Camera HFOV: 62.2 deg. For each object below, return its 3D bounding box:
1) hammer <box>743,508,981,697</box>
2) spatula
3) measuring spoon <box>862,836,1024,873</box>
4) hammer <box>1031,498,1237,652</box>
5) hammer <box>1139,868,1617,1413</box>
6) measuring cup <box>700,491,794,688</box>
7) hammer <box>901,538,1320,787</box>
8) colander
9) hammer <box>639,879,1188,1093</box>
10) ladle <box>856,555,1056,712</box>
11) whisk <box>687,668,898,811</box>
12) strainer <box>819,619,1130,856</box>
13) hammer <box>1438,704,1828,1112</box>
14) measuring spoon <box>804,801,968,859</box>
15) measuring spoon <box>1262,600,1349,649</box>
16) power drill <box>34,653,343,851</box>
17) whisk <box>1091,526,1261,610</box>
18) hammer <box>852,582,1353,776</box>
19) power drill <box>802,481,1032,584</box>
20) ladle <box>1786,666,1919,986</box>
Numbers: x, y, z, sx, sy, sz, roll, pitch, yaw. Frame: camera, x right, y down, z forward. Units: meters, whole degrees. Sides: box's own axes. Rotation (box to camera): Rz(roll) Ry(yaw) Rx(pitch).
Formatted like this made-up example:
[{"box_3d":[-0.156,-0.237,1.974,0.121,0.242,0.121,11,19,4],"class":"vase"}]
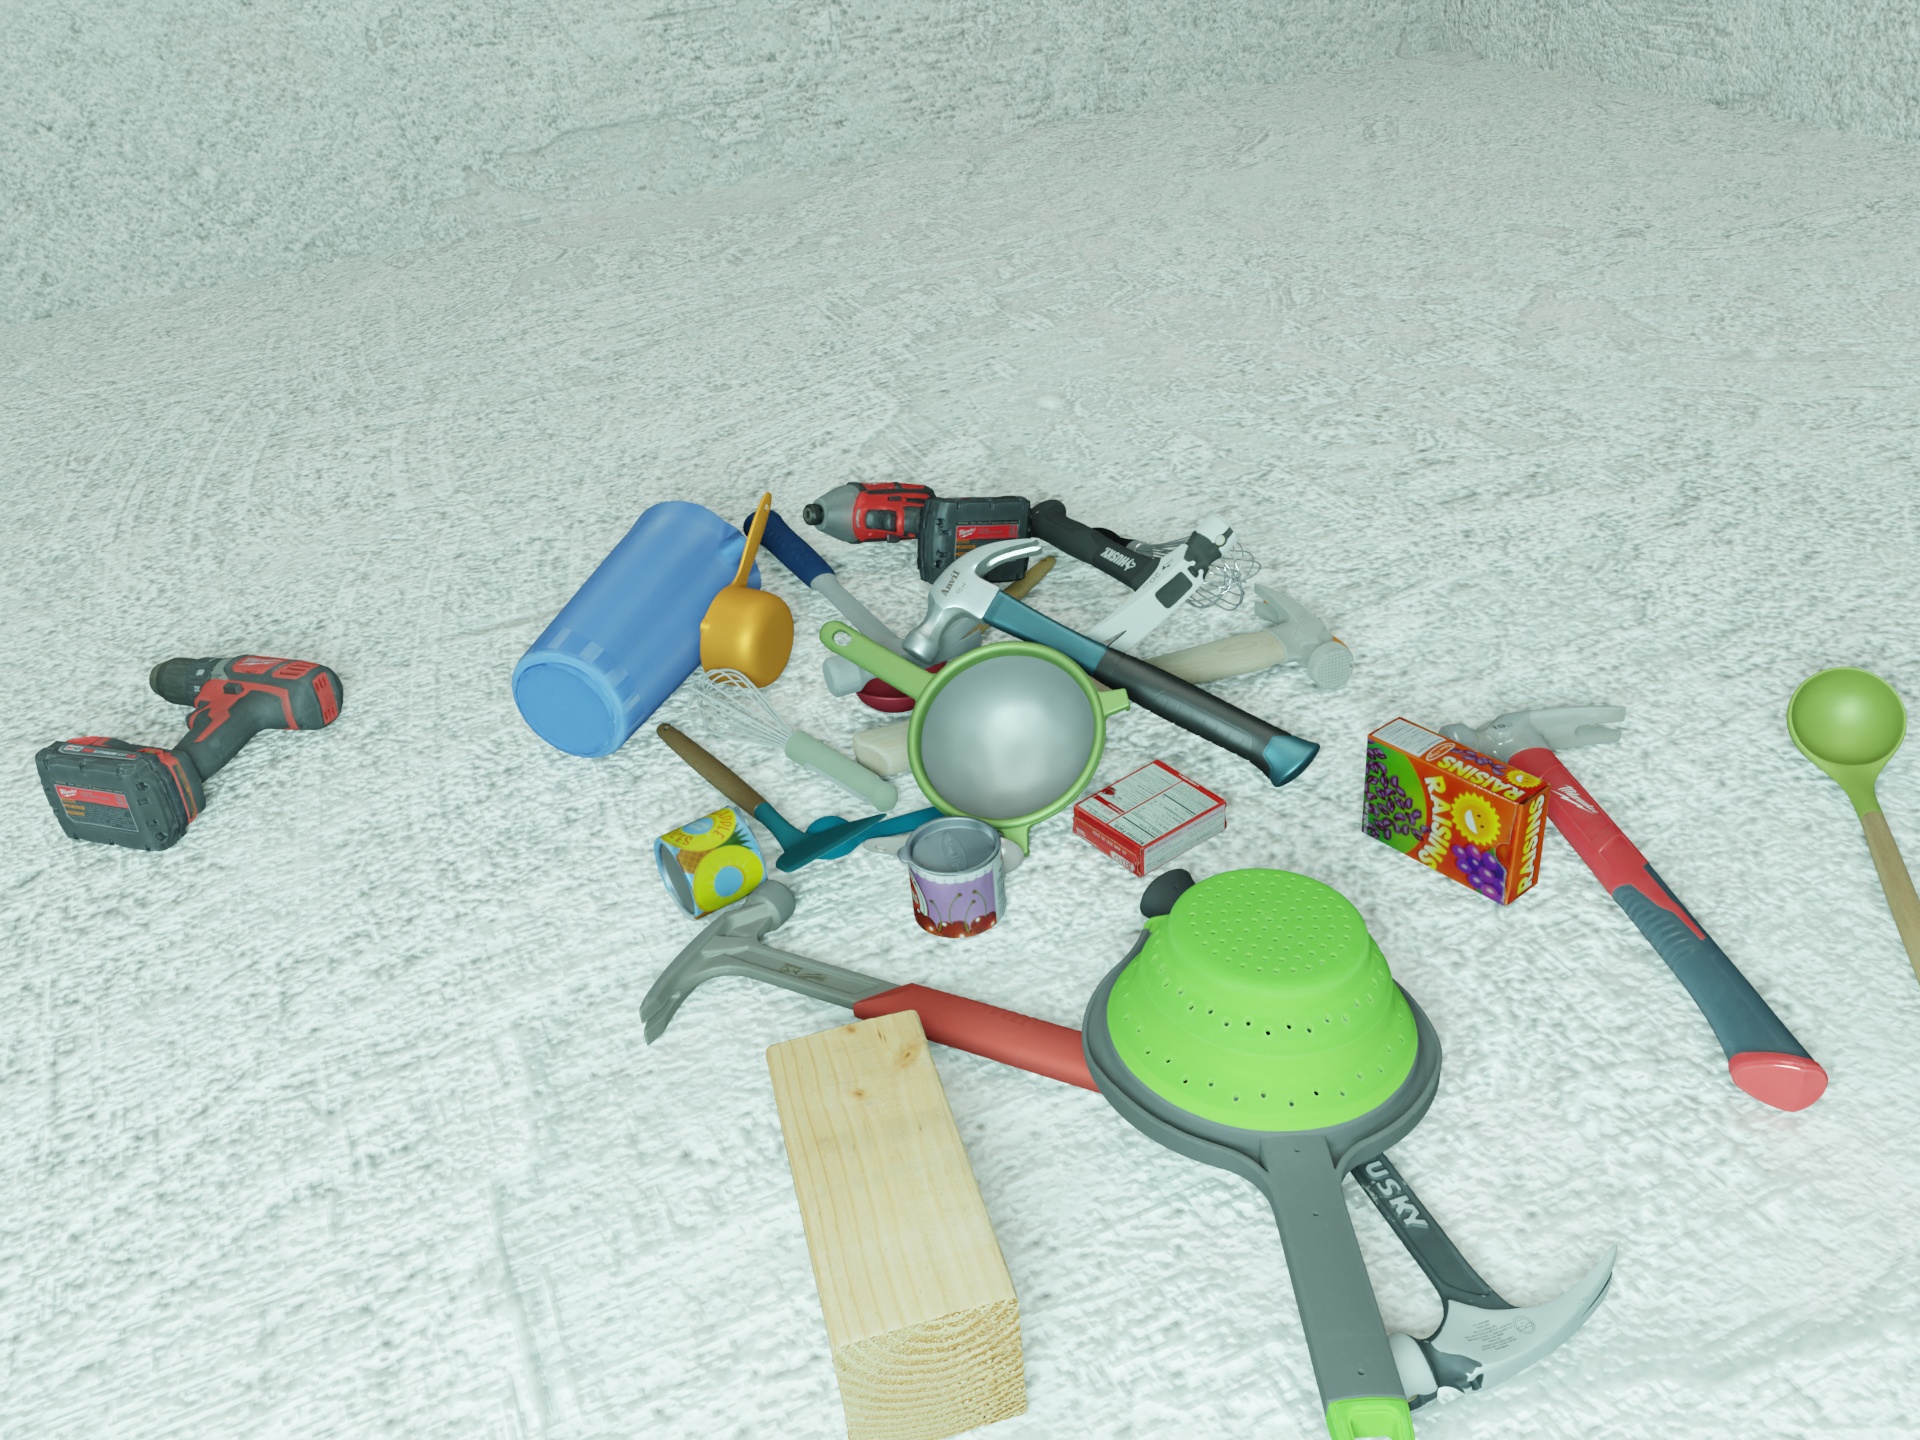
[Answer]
[{"box_3d":[-0.117,-0.125,1.474,0.144,0.035,0.406,-17,29,-18],"class":"hammer"},{"box_3d":[-0.164,0.050,1.214,0.082,0.044,0.318,-30,34,-23],"class":"spatula"},{"box_3d":[-0.015,0.098,1.148,0.124,0.034,0.018,1,51,20],"class":"measuring spoon"},{"box_3d":[0.120,-0.147,1.418,0.146,0.035,0.335,-46,24,1],"class":"hammer"},{"box_3d":[0.207,0.209,0.926,0.149,0.036,0.409,-13,33,-13],"class":"hammer"},{"box_3d":[-0.171,-0.111,1.382,0.052,0.173,0.095,15,-2,20],"class":"measuring cup"},{"box_3d":[0.122,-0.038,1.242,0.331,0.033,0.128,28,84,18],"class":"hammer"},{"box_3d":[0.174,0.192,0.831,0.204,0.094,0.397,-3,31,-1],"class":"colander"},{"box_3d":[-0.021,0.190,0.993,0.359,0.036,0.149,12,36,27],"class":"hammer"},{"box_3d":[0.008,-0.081,1.424,0.069,0.031,0.315,13,35,28],"class":"ladle"},{"box_3d":[-0.139,0.017,1.283,0.246,0.057,0.059,28,80,37],"class":"whisk"},{"box_3d":[-0.002,-0.004,1.227,0.256,0.069,0.151,30,78,25],"class":"strainer"},{"box_3d":[0.457,0.104,1.048,0.143,0.038,0.387,-7,32,-5],"class":"hammer"},{"box_3d":[-0.057,0.073,1.193,0.128,0.021,0.042,-14,33,-9],"class":"measuring spoon"},{"box_3d":[0.303,-0.085,1.394,0.021,0.011,0.117,-18,34,-19],"class":"measuring spoon"},{"box_3d":[-0.664,0.010,1.347,0.188,0.080,0.227,6,31,18],"class":"power drill"},{"box_3d":[0.179,-0.148,1.440,0.070,0.070,0.285,-18,19,-18],"class":"whisk"},{"box_3d":[0.108,-0.030,1.318,0.410,0.038,0.146,-14,32,-13],"class":"hammer"},{"box_3d":[-0.044,-0.187,1.515,0.143,0.078,0.220,-6,18,-35],"class":"power drill"},{"box_3d":[0.614,0.073,1.057,0.078,0.062,0.320,1,35,15],"class":"ladle"}]
